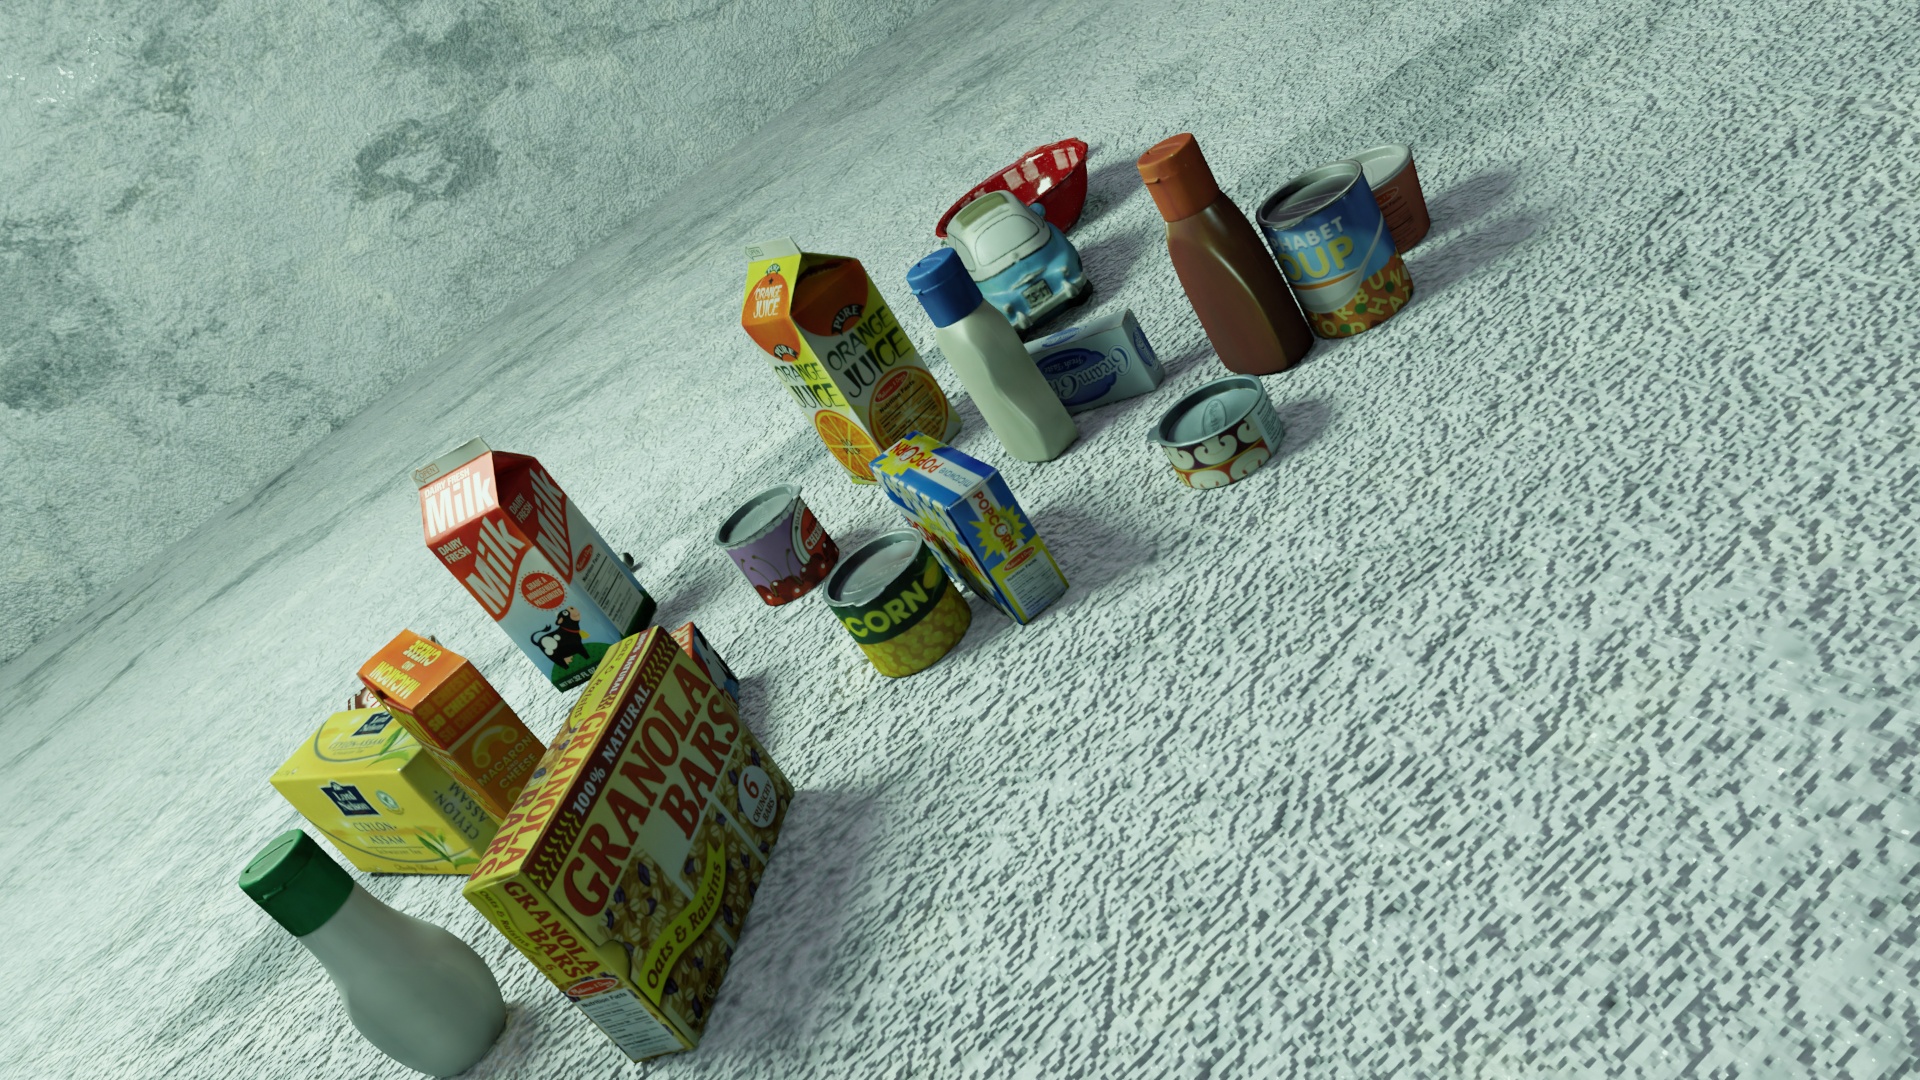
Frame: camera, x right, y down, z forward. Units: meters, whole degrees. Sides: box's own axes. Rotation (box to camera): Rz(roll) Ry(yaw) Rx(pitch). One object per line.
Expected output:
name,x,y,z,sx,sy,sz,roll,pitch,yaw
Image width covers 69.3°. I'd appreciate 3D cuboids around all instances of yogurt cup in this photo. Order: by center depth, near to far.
yogurt cup,0.263,-0.212,0.884,0.072,0.053,0.073,-27,26,14

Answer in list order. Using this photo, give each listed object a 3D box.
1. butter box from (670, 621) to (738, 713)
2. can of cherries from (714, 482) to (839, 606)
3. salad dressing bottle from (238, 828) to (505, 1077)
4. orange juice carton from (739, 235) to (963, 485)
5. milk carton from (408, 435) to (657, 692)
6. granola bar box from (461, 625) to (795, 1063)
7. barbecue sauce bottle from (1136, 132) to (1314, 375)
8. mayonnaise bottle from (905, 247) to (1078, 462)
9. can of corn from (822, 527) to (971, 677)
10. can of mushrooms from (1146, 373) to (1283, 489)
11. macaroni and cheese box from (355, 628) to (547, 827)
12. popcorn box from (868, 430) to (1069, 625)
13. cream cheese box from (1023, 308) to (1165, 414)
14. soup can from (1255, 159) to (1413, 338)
butter box,-0.158,0.096,0.837,0.024,0.053,0.104,-31,25,6
can of cherries,-0.124,0.002,0.957,0.071,0.058,0.072,-27,26,14
salad dressing bottle,-0.290,0.205,0.689,0.064,0.147,0.044,-33,25,2
orange juice carton,-0.087,-0.135,0.999,0.073,0.192,0.072,-46,27,-25
milk carton,-0.314,0.011,1.011,0.072,0.190,0.074,-25,26,20
granola bar box,-0.148,0.140,0.663,0.039,0.124,0.166,-22,28,25
barbecue sauce bottle,0.153,-0.168,0.824,0.044,0.148,0.065,-44,26,-20
mayonnaise bottle,0.019,-0.118,0.896,0.041,0.147,0.065,-42,26,-17
can of corn,-0.036,0.037,0.790,0.071,0.058,0.071,-27,26,14
can of mushrooms,0.143,-0.060,0.780,0.071,0.033,0.071,-27,26,14
macaroni and cheese box,-0.244,0.127,0.749,0.040,0.166,0.123,-46,27,-23
popcorn box,0.003,-0.010,0.796,0.038,0.085,0.127,-39,25,-10
cream cheese box,0.079,-0.114,0.929,0.103,0.053,0.024,-14,31,36
soup can,0.221,-0.170,0.823,0.071,0.083,0.072,-27,26,14
